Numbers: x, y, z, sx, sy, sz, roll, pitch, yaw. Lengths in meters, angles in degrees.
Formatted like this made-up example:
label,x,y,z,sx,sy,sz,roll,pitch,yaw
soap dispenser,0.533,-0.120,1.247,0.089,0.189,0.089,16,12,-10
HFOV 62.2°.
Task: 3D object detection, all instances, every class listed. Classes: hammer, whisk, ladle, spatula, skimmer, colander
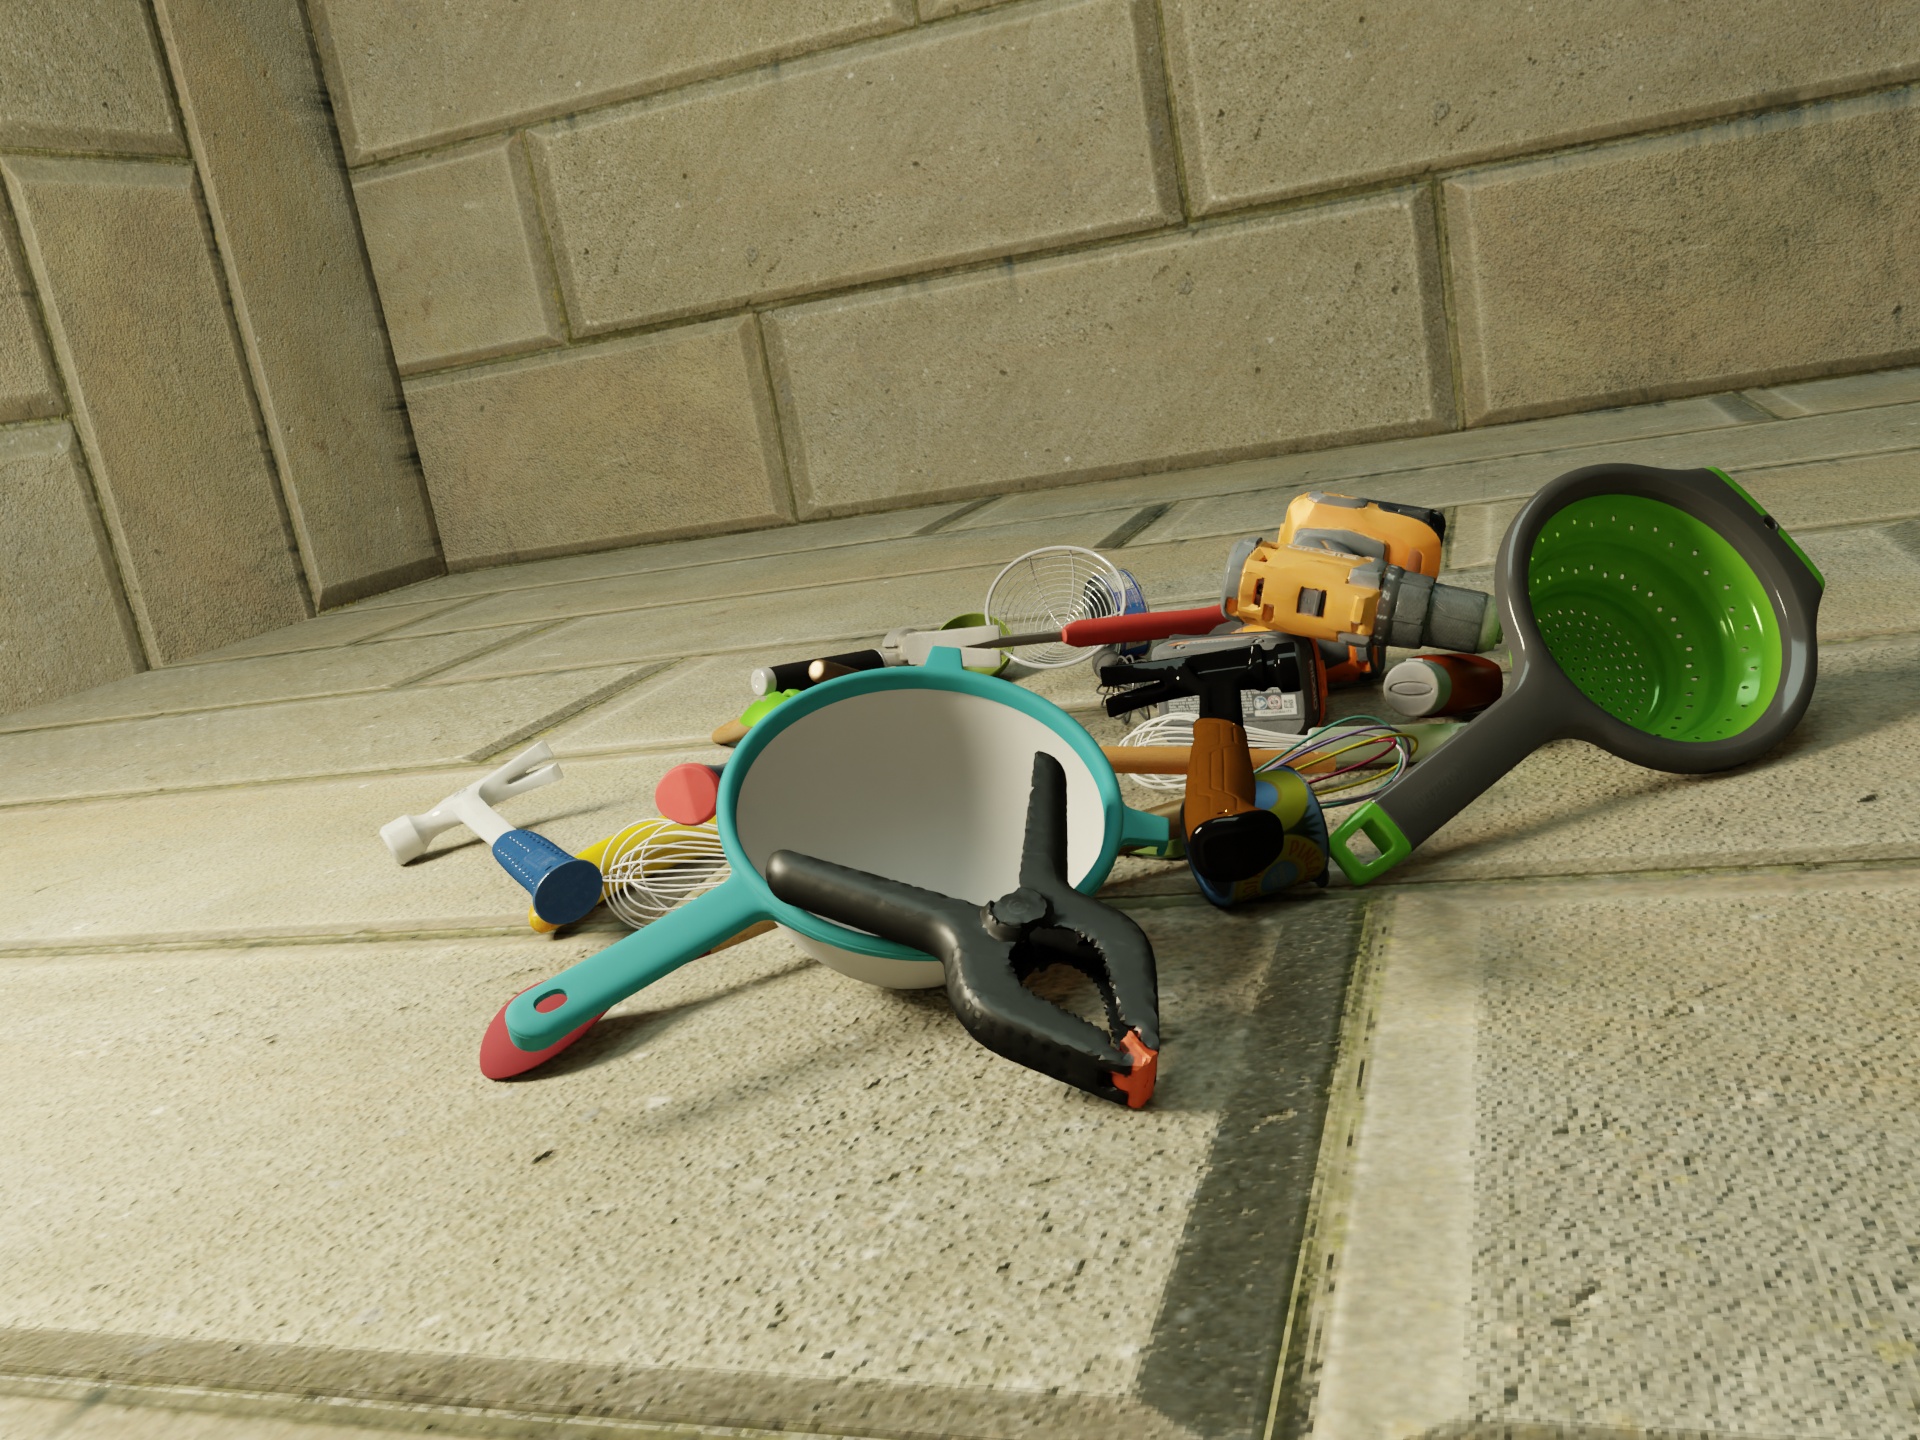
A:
label,x,y,z,sx,sy,sz,roll,pitch,yaw
hammer,0.121,-0.074,1.323,0.359,0.036,0.149,-7,6,-35
whisk,0.158,0.046,0.934,0.245,0.051,0.047,-16,-3,-10
ladle,0.007,-0.031,1.398,0.078,0.062,0.320,-2,17,3
spatula,0.085,0.016,0.994,0.322,0.041,0.081,1,11,-12
hammer,-0.116,0.028,1.101,0.143,0.038,0.386,-13,2,7
hammer,-0.307,0.079,1.096,0.144,0.035,0.406,-32,17,-20
whisk,0.226,0.018,1.061,0.246,0.059,0.058,-2,52,16
whisk,0.135,-0.037,1.355,0.055,0.055,0.239,-10,9,1
ladle,-0.117,0.114,0.879,0.315,0.031,0.069,-22,21,-26
skimmer,-0.013,-0.080,1.345,0.363,0.090,0.127,-12,52,-40
whisk,-0.083,0.091,0.970,0.284,0.070,0.070,-3,14,8
colander,0.351,-0.009,0.963,0.397,0.204,0.094,-33,-13,-22
hammer,0.133,0.015,0.866,0.127,0.034,0.337,-8,14,10

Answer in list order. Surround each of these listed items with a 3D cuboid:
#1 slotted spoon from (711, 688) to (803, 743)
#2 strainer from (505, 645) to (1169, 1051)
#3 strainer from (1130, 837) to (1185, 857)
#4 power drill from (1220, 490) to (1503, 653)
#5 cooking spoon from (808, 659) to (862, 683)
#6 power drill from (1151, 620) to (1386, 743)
label,x,y,z,sx,sy,sz,roll,pitch,yaw
slotted spoon,-0.172,0.002,1.316,0.070,0.031,0.314,-10,-1,-20
strainer,-0.071,0.098,0.821,0.340,0.095,0.211,-28,50,-28
strainer,0.030,0.046,1.021,0.256,0.069,0.151,3,18,38
power drill,0.297,-0.102,1.135,0.185,0.084,0.226,12,20,18
cooking spoon,-0.002,-0.003,1.087,0.069,0.017,0.318,0,-10,33
power drill,0.226,-0.041,1.230,0.164,0.084,0.226,-3,11,28
